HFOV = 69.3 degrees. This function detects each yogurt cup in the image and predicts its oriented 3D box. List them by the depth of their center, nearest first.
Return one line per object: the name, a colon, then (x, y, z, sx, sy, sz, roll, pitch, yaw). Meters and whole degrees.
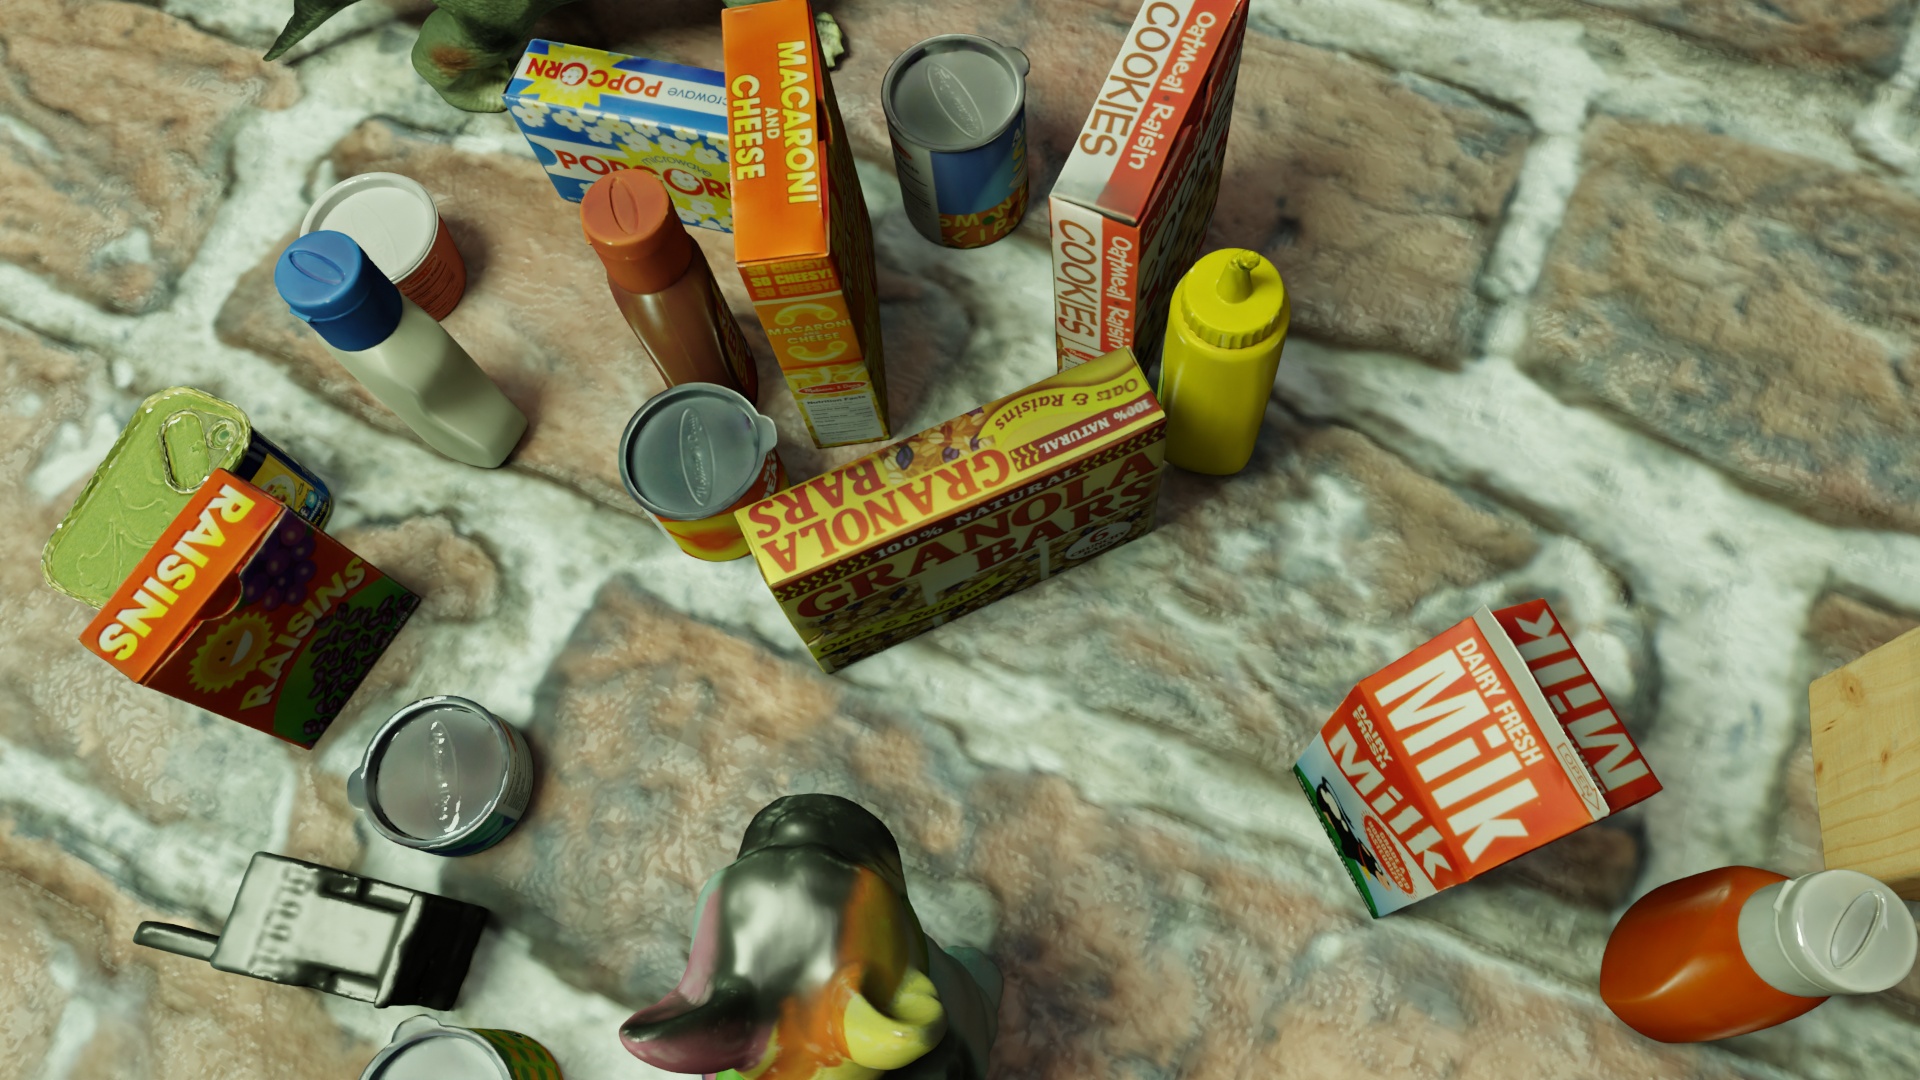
yogurt cup: (-0.284, -0.141, 0.693, 0.072, 0.053, 0.072, -2, 69, 4)

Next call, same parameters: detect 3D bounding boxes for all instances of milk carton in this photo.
milk carton: (0.180, 0.080, 0.495, 0.073, 0.190, 0.072, -24, 69, -4)

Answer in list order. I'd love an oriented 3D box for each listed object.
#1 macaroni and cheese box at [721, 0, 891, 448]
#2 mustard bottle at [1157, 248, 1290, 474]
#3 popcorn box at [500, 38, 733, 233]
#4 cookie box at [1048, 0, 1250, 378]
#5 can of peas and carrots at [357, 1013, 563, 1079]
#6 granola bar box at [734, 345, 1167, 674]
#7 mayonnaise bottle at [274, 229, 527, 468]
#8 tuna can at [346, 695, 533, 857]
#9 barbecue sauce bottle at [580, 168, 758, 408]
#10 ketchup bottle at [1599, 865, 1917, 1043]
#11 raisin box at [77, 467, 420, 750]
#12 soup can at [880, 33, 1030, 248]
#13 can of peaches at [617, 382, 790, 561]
macaroni and cheese box: (-0.064, -0.132, 0.611, 0.040, 0.166, 0.124, -7, 69, 2)
mustard bottle: (0.109, -0.081, 0.580, 0.049, 0.159, 0.065, 10, 71, 9)
popcorn box: (-0.148, -0.196, 0.686, 0.127, 0.085, 0.038, 13, 71, 10)
cookie box: (0.081, -0.144, 0.603, 0.040, 0.167, 0.123, 21, 72, 12)
can of peas and carrots: (-0.196, 0.222, 0.543, 0.071, 0.058, 0.071, -2, 69, 4)
granola bar box: (0.002, -0.007, 0.580, 0.166, 0.124, 0.039, -24, 69, -4)
mayonnaise bottle: (-0.248, -0.083, 0.617, 0.065, 0.147, 0.041, 27, 74, 14)
tuna can: (-0.225, 0.104, 0.605, 0.071, 0.032, 0.071, -2, 69, 4)
barbecue sauce bottle: (-0.127, -0.106, 0.616, 0.044, 0.148, 0.065, -18, 69, -2)
ketchup bottle: (0.274, 0.142, 0.486, 0.043, 0.148, 0.065, 34, 76, 16)
raisin box: (-0.294, 0.033, 0.589, 0.040, 0.123, 0.086, 29, 74, 15)
soup can: (0.002, -0.192, 0.673, 0.071, 0.083, 0.071, -2, 69, 4)
can of peaches: (-0.113, -0.030, 0.634, 0.071, 0.058, 0.071, -2, 69, 4)
